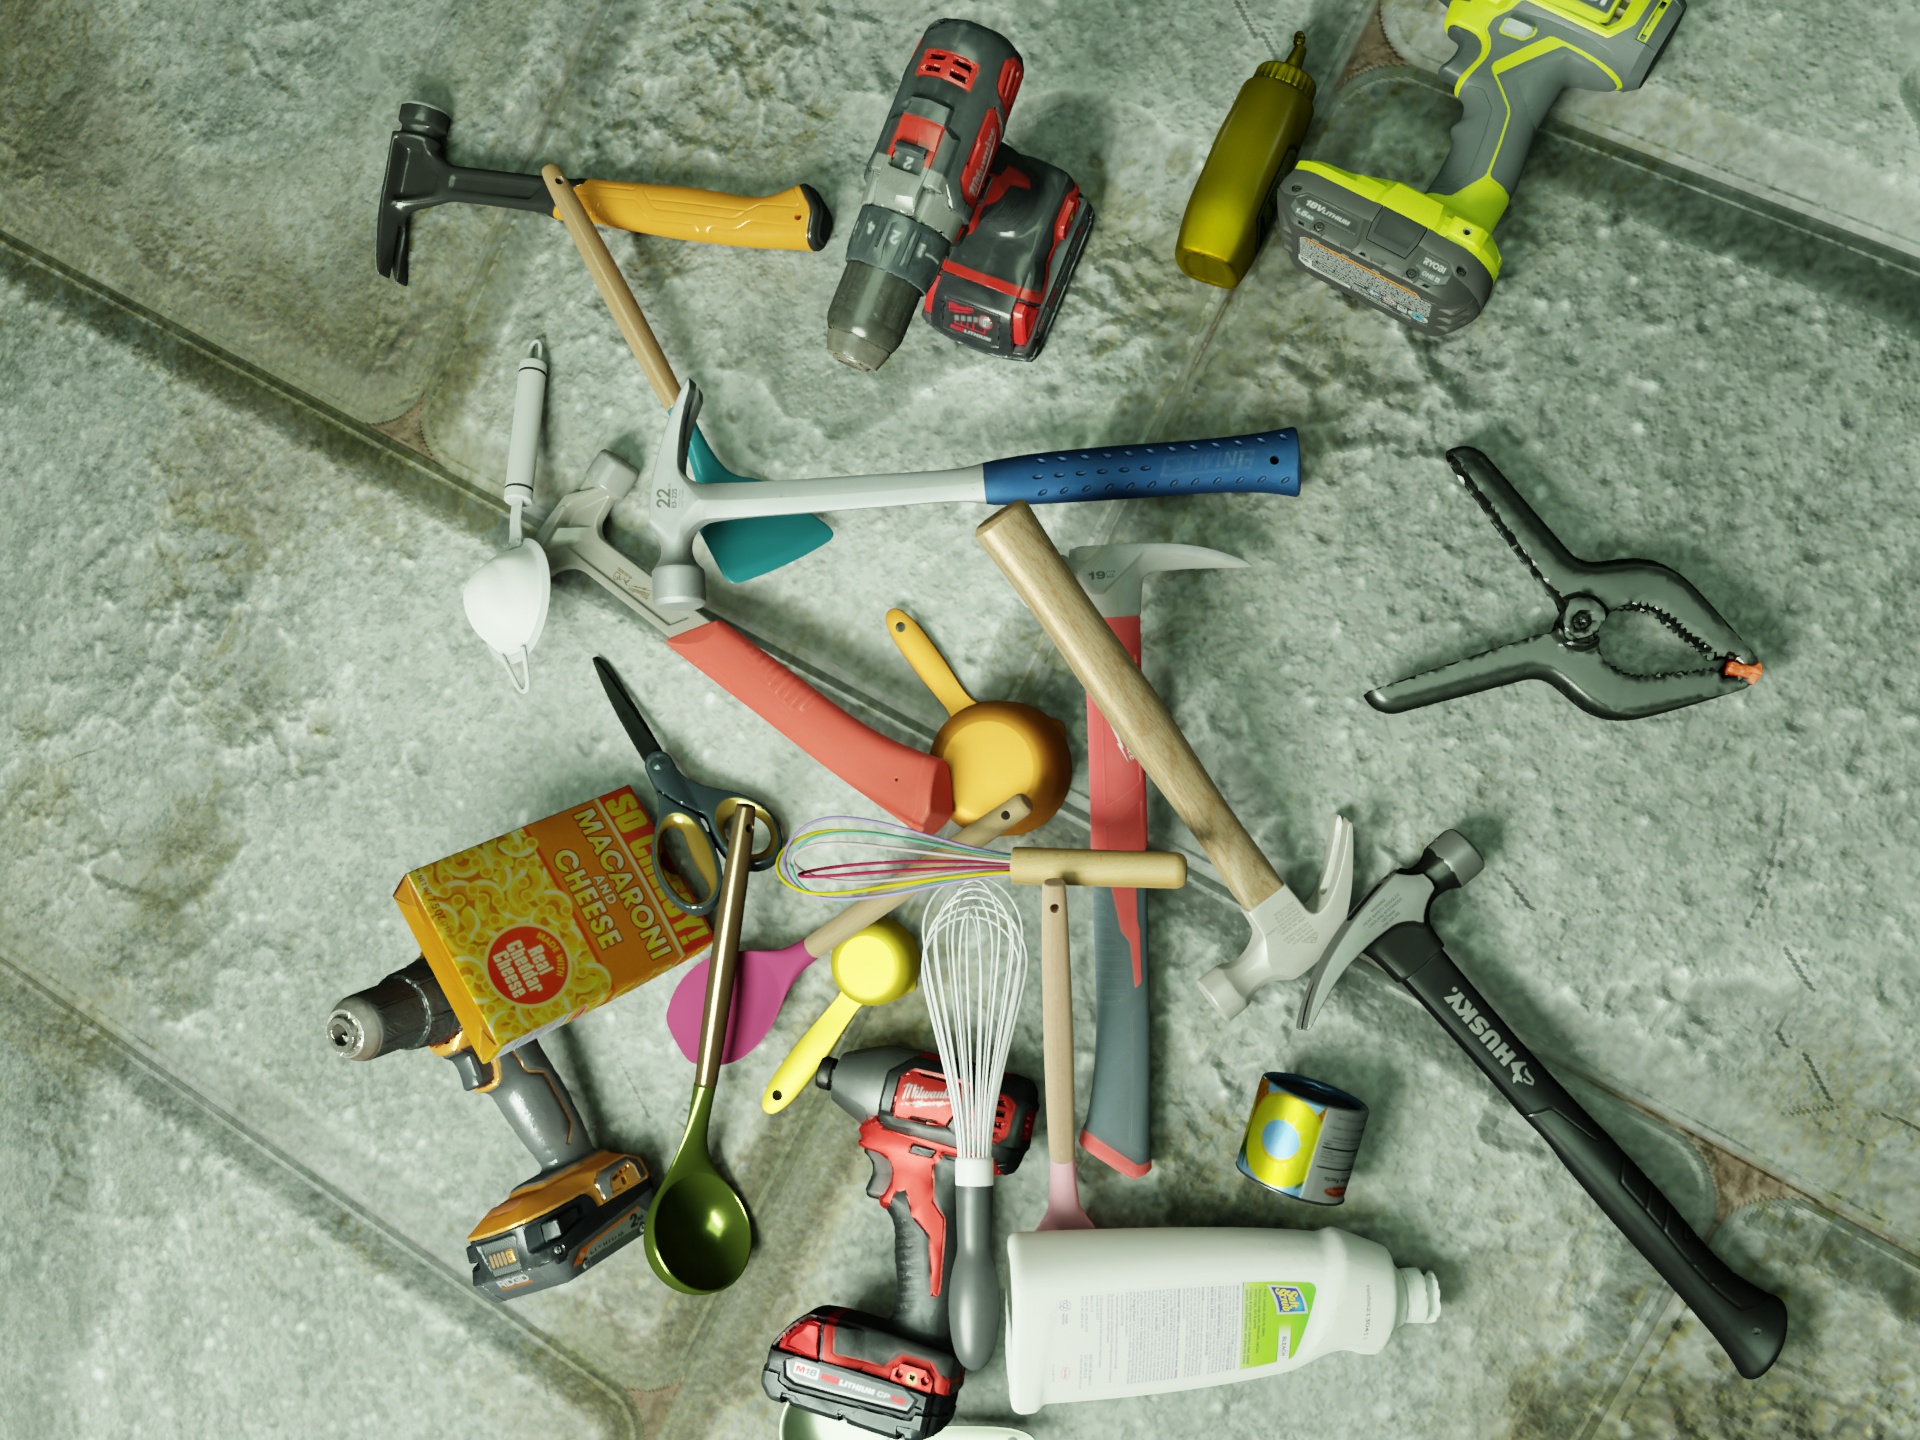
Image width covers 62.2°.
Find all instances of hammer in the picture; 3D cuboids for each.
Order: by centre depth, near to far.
[{"bbox_3d":[0.340,0.234,0.912,0.146,0.035,0.335,-40,82,-5],"label":"hammer"},{"bbox_3d":[0.118,0.013,0.930,0.130,0.031,0.331,-36,102,-3],"label":"hammer"},{"bbox_3d":[0.112,0.085,0.975,0.143,0.038,0.386,-3,95,-16],"label":"hammer"},{"bbox_3d":[0.004,-0.153,0.991,0.405,0.035,0.144,-3,84,6],"label":"hammer"},{"bbox_3d":[-0.153,-0.030,1.036,0.359,0.036,0.149,36,97,23],"label":"hammer"},{"bbox_3d":[-0.250,-0.350,1.099,0.337,0.034,0.127,11,90,15],"label":"hammer"}]

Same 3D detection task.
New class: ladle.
[{"bbox_3d":[-0.153,0.213,1.026,0.062,0.078,0.320,15,98,42],"label":"ladle"}]

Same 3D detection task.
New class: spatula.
[{"bbox_3d":[-0.197,-0.236,1.058,0.082,0.044,0.317,-28,89,-24],"label":"spatula"}]

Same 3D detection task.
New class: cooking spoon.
[{"bbox_3d":[-0.076,0.133,1.016,0.319,0.017,0.069,-36,79,25],"label":"cooking spoon"}]

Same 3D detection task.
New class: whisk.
[{"bbox_3d":[0.009,0.088,0.931,0.245,0.047,0.051,1,104,12],"label":"whisk"},{"bbox_3d":[0.009,0.234,0.943,0.070,0.070,0.285,-4,78,15],"label":"whisk"}]

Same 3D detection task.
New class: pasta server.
[{"bbox_3d":[0.061,0.241,0.947,0.060,0.040,0.316,-3,110,1],"label":"pasta server"}]

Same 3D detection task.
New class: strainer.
[{"bbox_3d":[-0.304,-0.146,1.083,0.087,0.050,0.259,-16,65,42],"label":"strainer"}]

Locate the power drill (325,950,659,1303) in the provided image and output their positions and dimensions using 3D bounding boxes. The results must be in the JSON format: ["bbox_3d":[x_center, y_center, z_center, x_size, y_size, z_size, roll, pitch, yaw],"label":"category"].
[{"bbox_3d":[-0.299,0.250,1.020,0.084,0.185,0.226,-24,85,26],"label":"power drill"}]

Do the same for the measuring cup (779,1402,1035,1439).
[{"bbox_3d":[-0.031,0.453,1.016,0.167,0.038,0.083,-4,87,13],"label":"measuring cup"}]

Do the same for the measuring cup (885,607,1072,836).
[{"bbox_3d":[-0.002,-0.003,1.011,0.095,0.052,0.174,-38,81,11],"label":"measuring cup"}]

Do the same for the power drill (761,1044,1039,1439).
[{"bbox_3d":[-0.043,0.315,0.988,0.143,0.078,0.220,12,78,13],"label":"power drill"}]

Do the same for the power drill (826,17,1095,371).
[{"bbox_3d":[-0.003,-0.276,0.930,0.080,0.226,0.188,24,94,15],"label":"power drill"}]

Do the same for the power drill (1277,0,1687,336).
[{"bbox_3d":[0.288,-0.358,0.934,0.171,0.080,0.223,32,93,13],"label":"power drill"}]

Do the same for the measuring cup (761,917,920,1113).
[{"bbox_3d":[-0.086,0.197,1.040,0.062,0.029,0.156,37,95,13],"label":"measuring cup"}]
